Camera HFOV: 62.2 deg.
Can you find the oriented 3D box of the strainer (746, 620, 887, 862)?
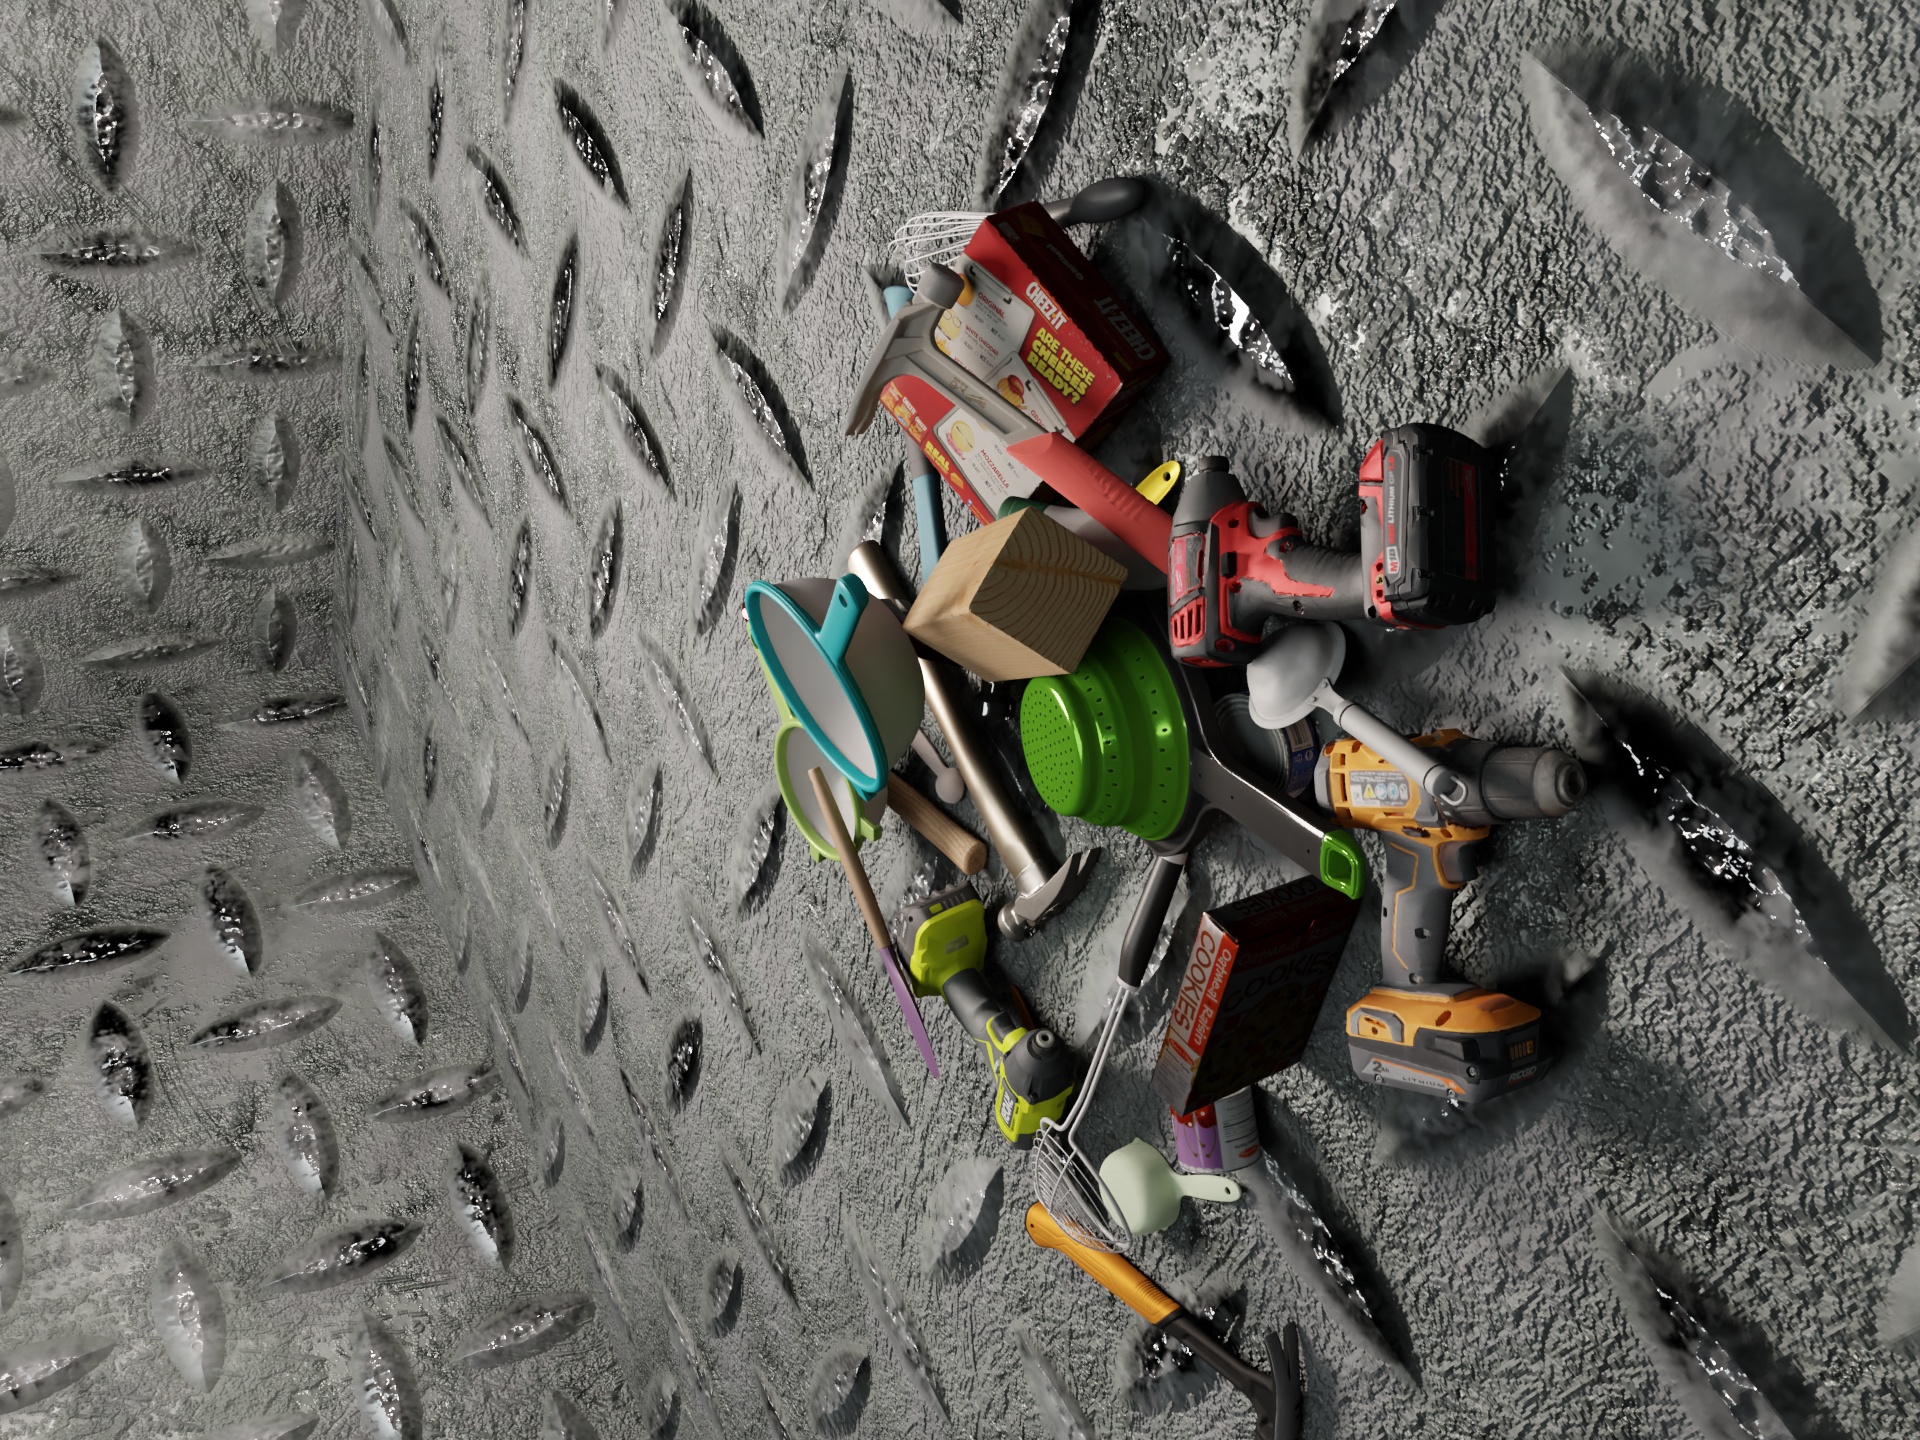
[{"bbox_3d":[-0.138,0.011,1.581,0.151,0.069,0.256,-27,85,58],"label":"strainer"}]

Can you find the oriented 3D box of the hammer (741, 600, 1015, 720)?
[{"bbox_3d":[-0.082,-0.100,1.494,0.386,0.038,0.143,14,101,47],"label":"hammer"}]

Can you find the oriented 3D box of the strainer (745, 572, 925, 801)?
[{"bbox_3d":[-0.081,-0.067,1.327,0.211,0.095,0.340,55,161,8],"label":"strainer"}]

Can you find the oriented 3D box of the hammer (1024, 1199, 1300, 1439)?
[{"bbox_3d":[0.167,0.506,1.397,0.337,0.034,0.127,22,120,52],"label":"hammer"}]

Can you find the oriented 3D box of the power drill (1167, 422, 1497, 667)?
[{"bbox_3d":[0.222,-0.114,1.009,0.220,0.078,0.143,-7,79,50],"label":"power drill"}]

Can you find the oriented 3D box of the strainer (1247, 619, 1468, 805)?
[{"bbox_3d":[0.246,-0.009,1.026,0.087,0.050,0.259,-54,32,8],"label":"strainer"}]

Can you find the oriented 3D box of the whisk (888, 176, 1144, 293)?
[{"bbox_3d":[0.042,-0.388,1.256,0.285,0.070,0.070,4,105,51],"label":"whisk"}]

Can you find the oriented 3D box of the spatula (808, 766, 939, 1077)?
[{"bbox_3d":[-0.081,0.191,1.512,0.060,0.018,0.316,142,106,-75],"label":"spatula"}]

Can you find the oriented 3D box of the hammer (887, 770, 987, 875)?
[{"bbox_3d":[-0.078,0.061,1.615,0.332,0.031,0.130,36,130,45],"label":"hammer"}]

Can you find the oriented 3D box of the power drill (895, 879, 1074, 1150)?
[{"bbox_3d":[0.027,0.264,1.461,0.223,0.080,0.171,55,155,31],"label":"power drill"}]

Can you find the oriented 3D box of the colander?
[{"bbox_3d":[0.140,0.039,1.144,0.397,0.094,0.204,-140,43,-59],"label":"colander"}]

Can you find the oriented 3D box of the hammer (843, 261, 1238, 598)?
[{"bbox_3d":[0.075,-0.176,1.164,0.359,0.036,0.149,40,118,15],"label":"hammer"}]

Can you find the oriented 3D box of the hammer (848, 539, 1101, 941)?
[{"bbox_3d":[-0.002,-0.005,1.472,0.411,0.038,0.146,62,143,22],"label":"hammer"}]

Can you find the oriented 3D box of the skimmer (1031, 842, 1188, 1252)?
[{"bbox_3d":[0.141,0.272,1.318,0.127,0.090,0.363,36,113,54],"label":"skimmer"}]

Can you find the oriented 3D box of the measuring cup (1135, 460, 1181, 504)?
[{"bbox_3d":[0.128,-0.149,1.241,0.156,0.029,0.062,-45,66,40],"label":"measuring cup"}]

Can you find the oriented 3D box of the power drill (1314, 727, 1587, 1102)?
[{"bbox_3d":[0.314,0.118,0.997,0.185,0.084,0.226,-4,93,57],"label":"power drill"}]

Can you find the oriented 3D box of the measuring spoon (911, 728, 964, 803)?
[{"bbox_3d":[-0.036,0.034,1.548,0.124,0.018,0.034,52,128,35],"label":"measuring spoon"}]

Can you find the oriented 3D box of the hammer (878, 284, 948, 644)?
[{"bbox_3d":[-0.030,-0.225,1.389,0.128,0.033,0.331,-16,78,45],"label":"hammer"}]

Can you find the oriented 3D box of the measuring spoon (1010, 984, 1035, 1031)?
[{"bbox_3d":[0.075,0.299,1.489,0.021,0.011,0.117,108,141,-57],"label":"measuring spoon"}]

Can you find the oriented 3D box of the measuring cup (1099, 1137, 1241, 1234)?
[{"bbox_3d":[0.174,0.399,1.343,0.167,0.038,0.083,-24,81,59],"label":"measuring cup"}]
